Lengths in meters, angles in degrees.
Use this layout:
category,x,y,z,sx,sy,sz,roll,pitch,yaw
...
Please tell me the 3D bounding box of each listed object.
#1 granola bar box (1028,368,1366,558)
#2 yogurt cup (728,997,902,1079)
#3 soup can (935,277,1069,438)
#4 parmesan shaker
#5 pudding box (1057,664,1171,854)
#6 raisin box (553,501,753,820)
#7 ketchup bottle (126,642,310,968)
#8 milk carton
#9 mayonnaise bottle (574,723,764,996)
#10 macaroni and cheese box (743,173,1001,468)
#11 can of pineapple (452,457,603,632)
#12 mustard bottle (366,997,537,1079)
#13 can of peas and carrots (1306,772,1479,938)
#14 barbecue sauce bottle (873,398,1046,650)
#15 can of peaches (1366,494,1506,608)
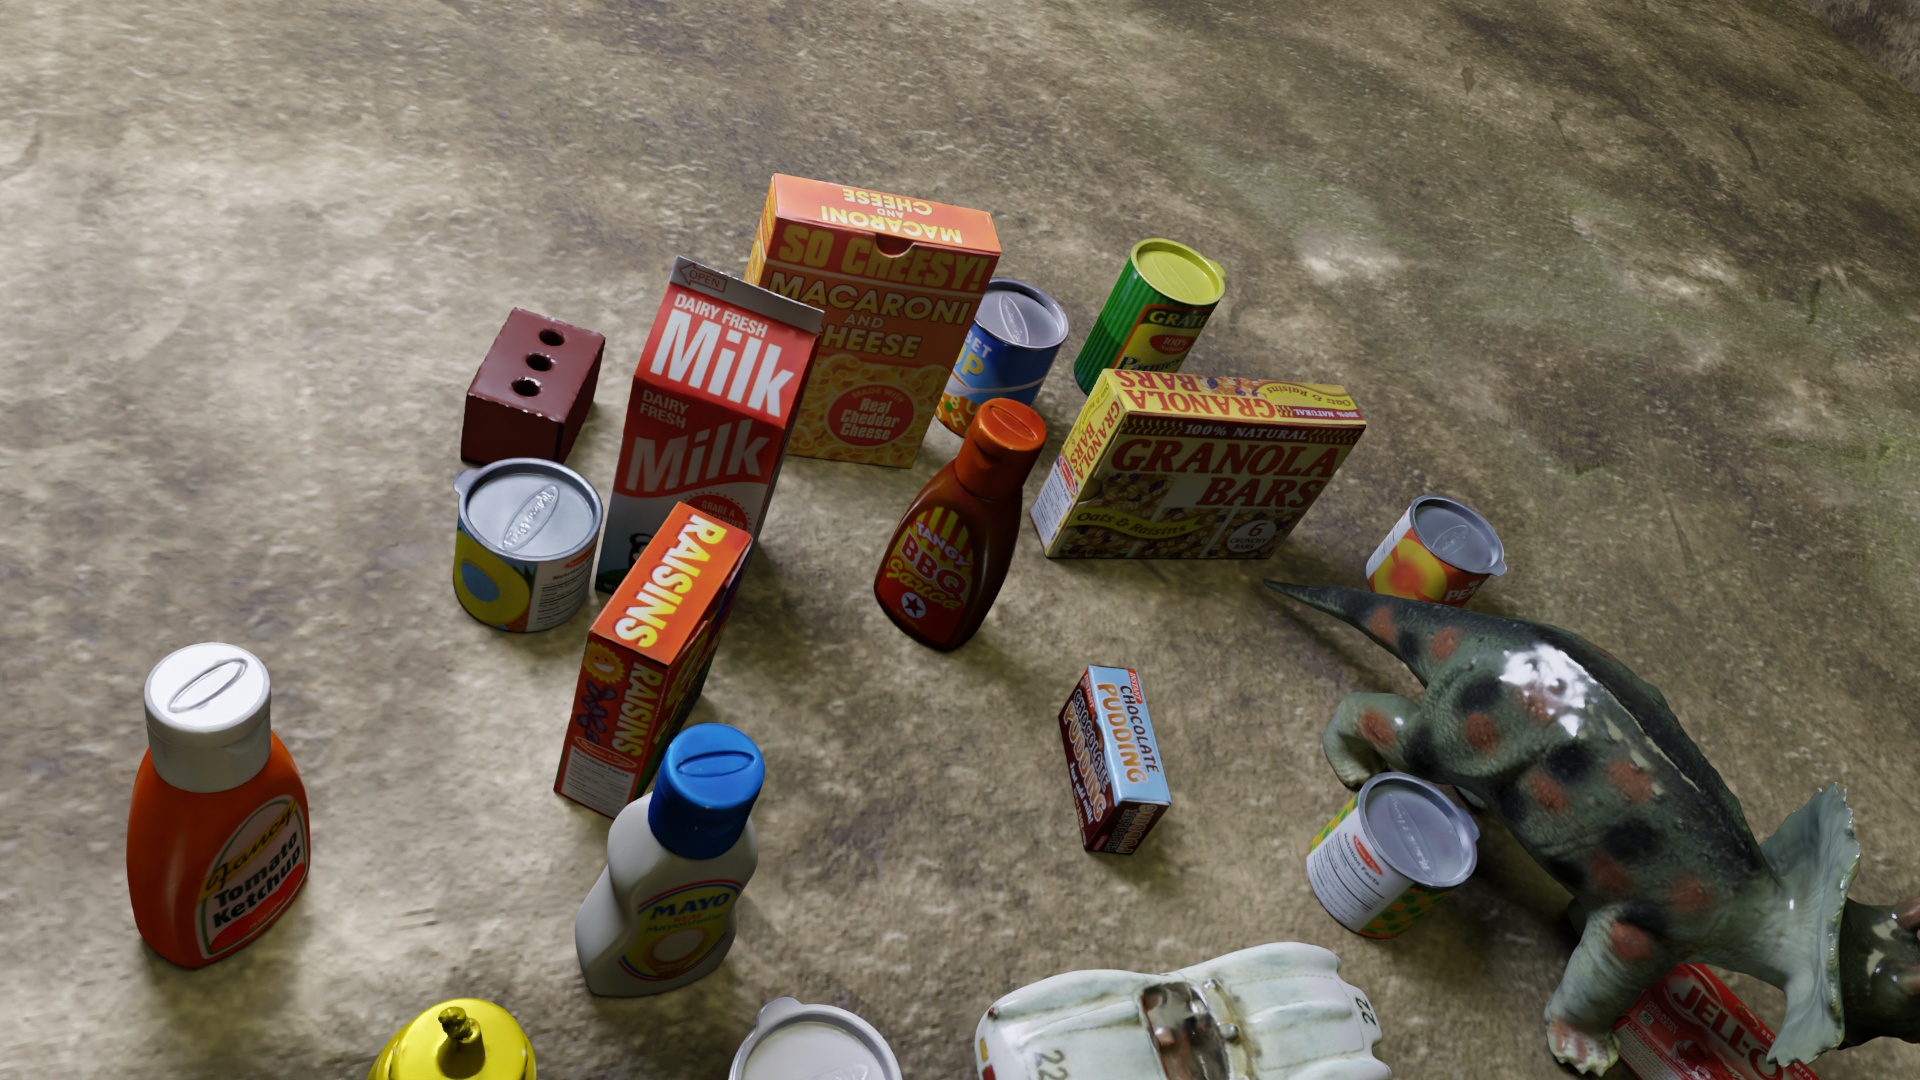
category,x,y,z,sx,sy,sz,roll,pitch,yaw
granola bar box,0.140,-0.041,0.829,0.166,0.123,0.039,1,49,-24
yogurt cup,-0.061,0.223,0.538,0.072,0.053,0.073,13,45,-13
soup can,0.020,-0.113,0.872,0.071,0.083,0.072,13,45,-13
parmesan shaker,0.128,-0.142,0.934,0.071,0.102,0.072,13,45,-13
pudding box,0.078,0.111,0.710,0.030,0.049,0.084,8,46,-18
raisin box,-0.136,0.055,0.613,0.040,0.122,0.086,25,44,0
ketchup bottle,-0.267,0.094,0.499,0.043,0.148,0.065,33,44,8
milk carton,-0.121,-0.050,0.672,0.072,0.189,0.074,19,44,-7
mayonnaise bottle,-0.110,0.127,0.540,0.065,0.147,0.041,-4,51,-28
macaroni and cheese box,-0.063,-0.116,0.778,0.124,0.165,0.040,5,47,-20
can of pineapple,-0.213,0.001,0.677,0.071,0.057,0.071,13,45,-13
mustard bottle,-0.164,0.188,0.448,0.049,0.159,0.065,-13,56,-33
can of peas and carrots,0.224,0.163,0.721,0.071,0.058,0.071,13,45,-13
barbecue sauce bottle,0.003,-0.009,0.719,0.065,0.147,0.044,39,45,13
can of peaches,0.308,0.015,0.899,0.071,0.057,0.071,13,45,-13
